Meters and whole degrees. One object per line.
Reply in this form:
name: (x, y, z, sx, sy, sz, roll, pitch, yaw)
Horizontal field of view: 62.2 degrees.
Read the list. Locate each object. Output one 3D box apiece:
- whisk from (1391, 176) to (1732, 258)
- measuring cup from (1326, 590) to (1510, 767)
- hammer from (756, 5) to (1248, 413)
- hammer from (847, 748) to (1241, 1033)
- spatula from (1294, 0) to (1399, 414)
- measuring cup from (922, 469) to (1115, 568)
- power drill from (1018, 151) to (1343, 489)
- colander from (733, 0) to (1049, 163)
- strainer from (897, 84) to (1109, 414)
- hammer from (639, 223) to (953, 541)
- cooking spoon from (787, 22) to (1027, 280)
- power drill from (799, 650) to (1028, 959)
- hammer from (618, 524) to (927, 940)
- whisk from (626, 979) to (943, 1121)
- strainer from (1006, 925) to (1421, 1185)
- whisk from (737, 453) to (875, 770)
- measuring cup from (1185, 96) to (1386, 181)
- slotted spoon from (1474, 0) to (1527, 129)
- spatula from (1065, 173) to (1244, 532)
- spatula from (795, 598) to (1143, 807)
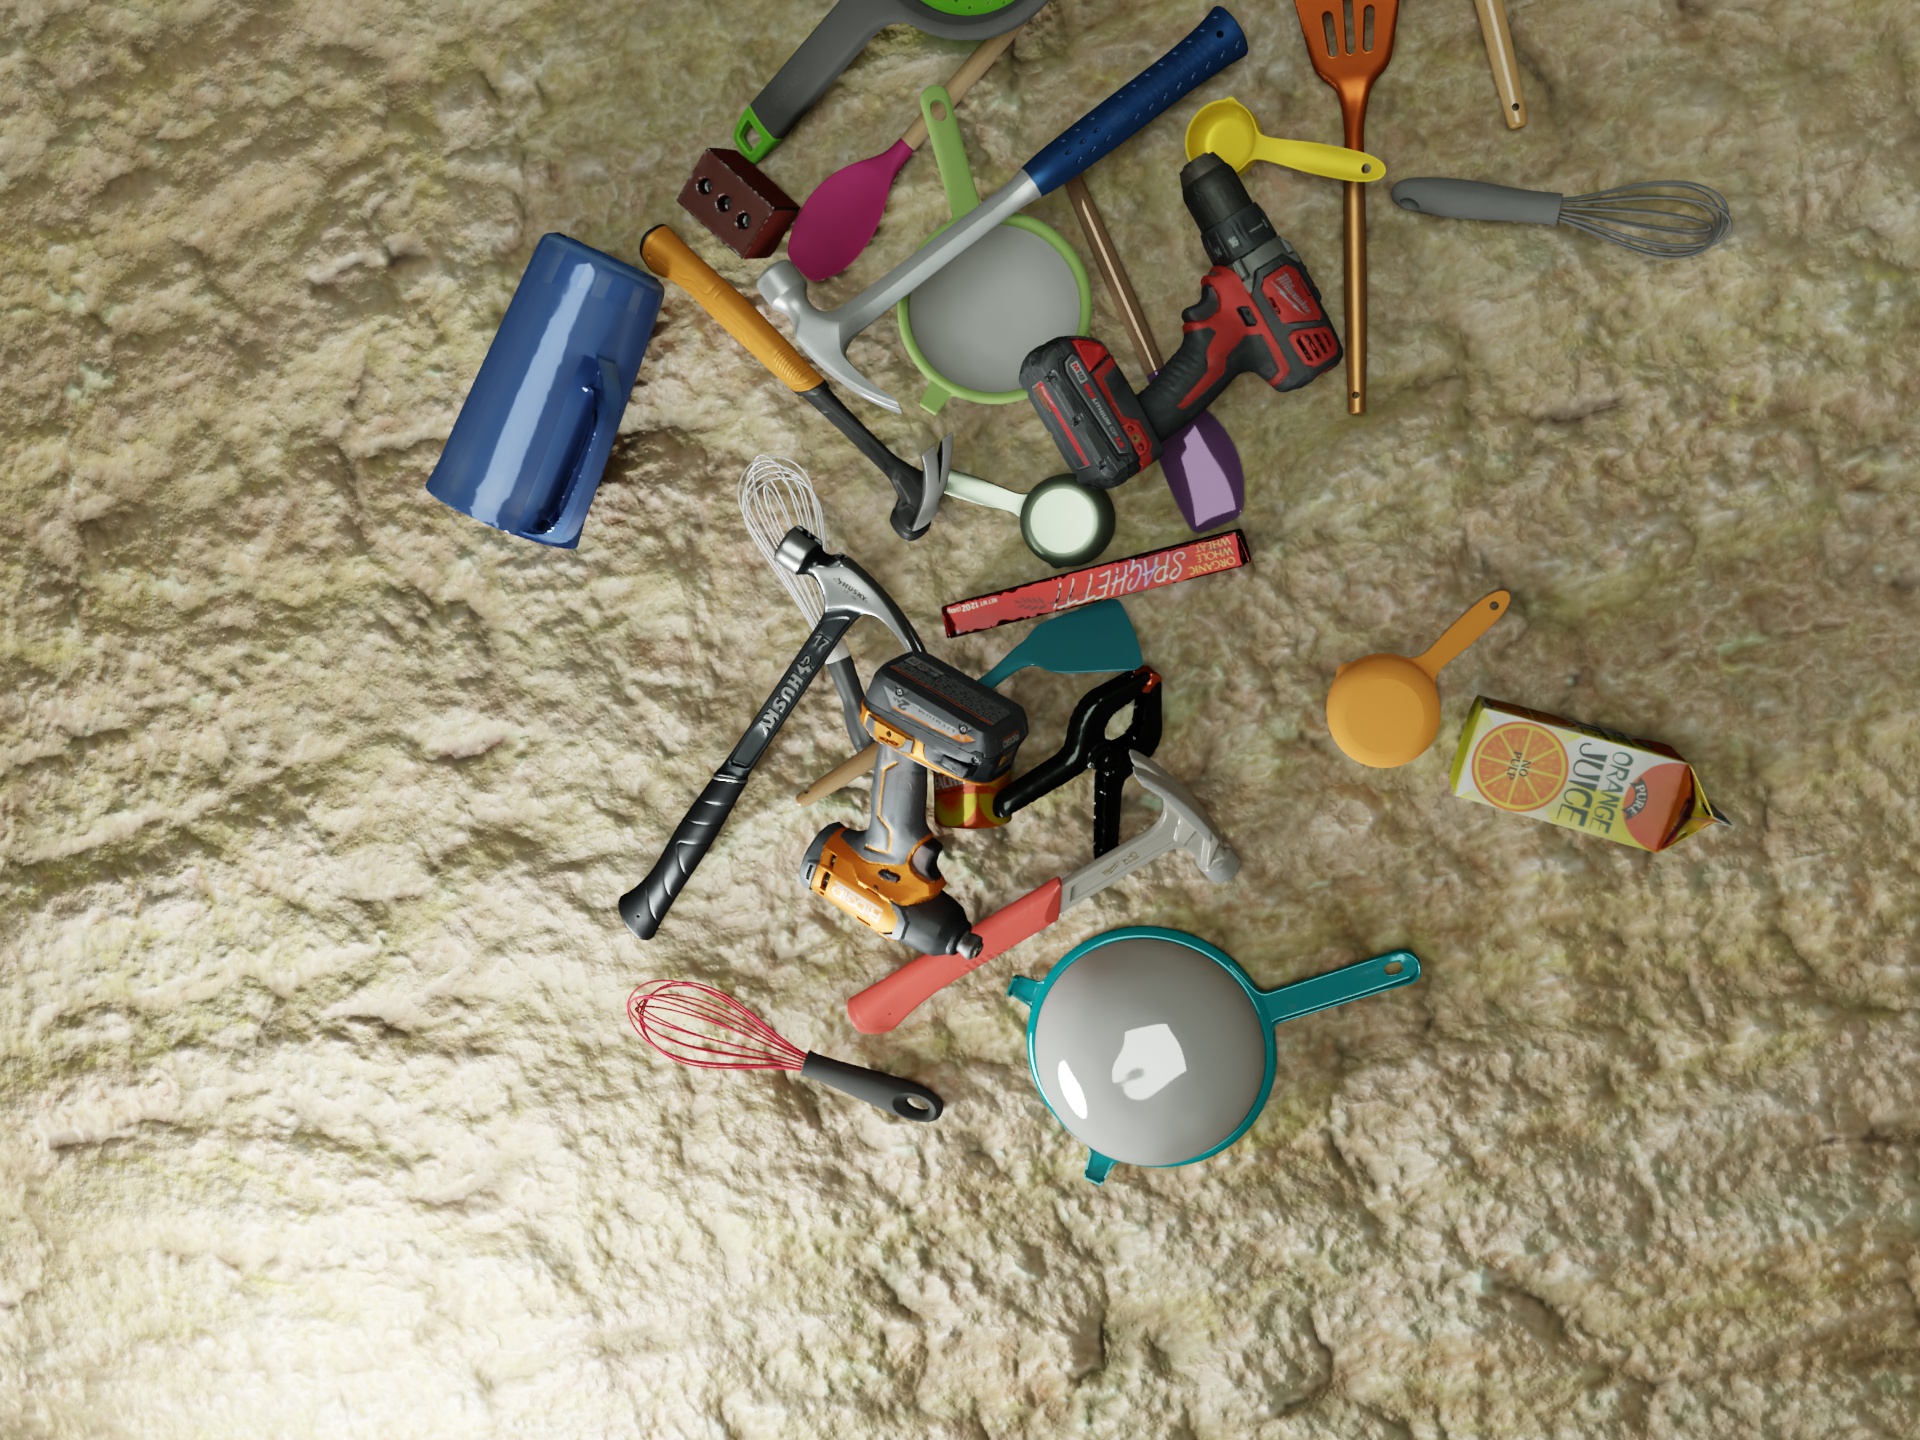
whisk: (0.437, -0.375, 1.164, 0.239, 0.055, 0.055, 11, 101, 16)
measuring cup: (0.358, -0.035, 1.227, 0.095, 0.052, 0.173, 45, 107, 4)
hammer: (0.048, -0.395, 1.204, 0.405, 0.035, 0.144, -37, 88, 0)
hammer: (0.045, 0.160, 1.317, 0.359, 0.037, 0.149, -33, 125, 20)
spatula: (0.295, -0.395, 1.197, 0.081, 0.041, 0.322, 0, 99, 20)
measuring cup: (0.043, -0.176, 1.291, 0.167, 0.038, 0.083, 19, 102, 8)
power drill: (0.157, -0.297, 1.191, 0.226, 0.080, 0.188, -33, 99, -7)
colander: (-0.032, -0.579, 1.236, 0.397, 0.094, 0.204, -36, 89, 34)
strainer: (0.012, -0.369, 1.257, 0.151, 0.069, 0.256, -16, 87, 1)
hammer: (-0.139, -0.292, 1.295, 0.337, 0.127, 0.034, 44, 65, 9)
cooking spoon: (-0.025, -0.481, 1.274, 0.319, 0.017, 0.069, -45, 76, 16)
power drill: (-0.027, 0.078, 1.258, 0.164, 0.084, 0.226, 30, 119, 18)
hammer: (-0.181, 0.037, 1.352, 0.149, 0.036, 0.408, 35, 114, -1)
whisk: (-0.155, 0.296, 1.404, 0.296, 0.073, 0.073, 19, 102, 4)
strainer: (0.207, 0.259, 1.286, 0.340, 0.095, 0.211, -22, 92, 17)
whisk: (-0.117, -0.089, 1.337, 0.070, 0.070, 0.284, -19, 98, 16)
measuring cup: (0.246, -0.426, 1.197, 0.156, 0.029, 0.062, 20, 109, 21)
slotted spoon: (0.368, -0.587, 1.159, 0.070, 0.031, 0.313, -15, 96, 16)
spatula: (0.146, -0.301, 1.259, 0.060, 0.018, 0.316, -24, 93, 15)
spatula: (-0.002, -0.004, 1.306, 0.317, 0.044, 0.082, -31, 46, 17)
